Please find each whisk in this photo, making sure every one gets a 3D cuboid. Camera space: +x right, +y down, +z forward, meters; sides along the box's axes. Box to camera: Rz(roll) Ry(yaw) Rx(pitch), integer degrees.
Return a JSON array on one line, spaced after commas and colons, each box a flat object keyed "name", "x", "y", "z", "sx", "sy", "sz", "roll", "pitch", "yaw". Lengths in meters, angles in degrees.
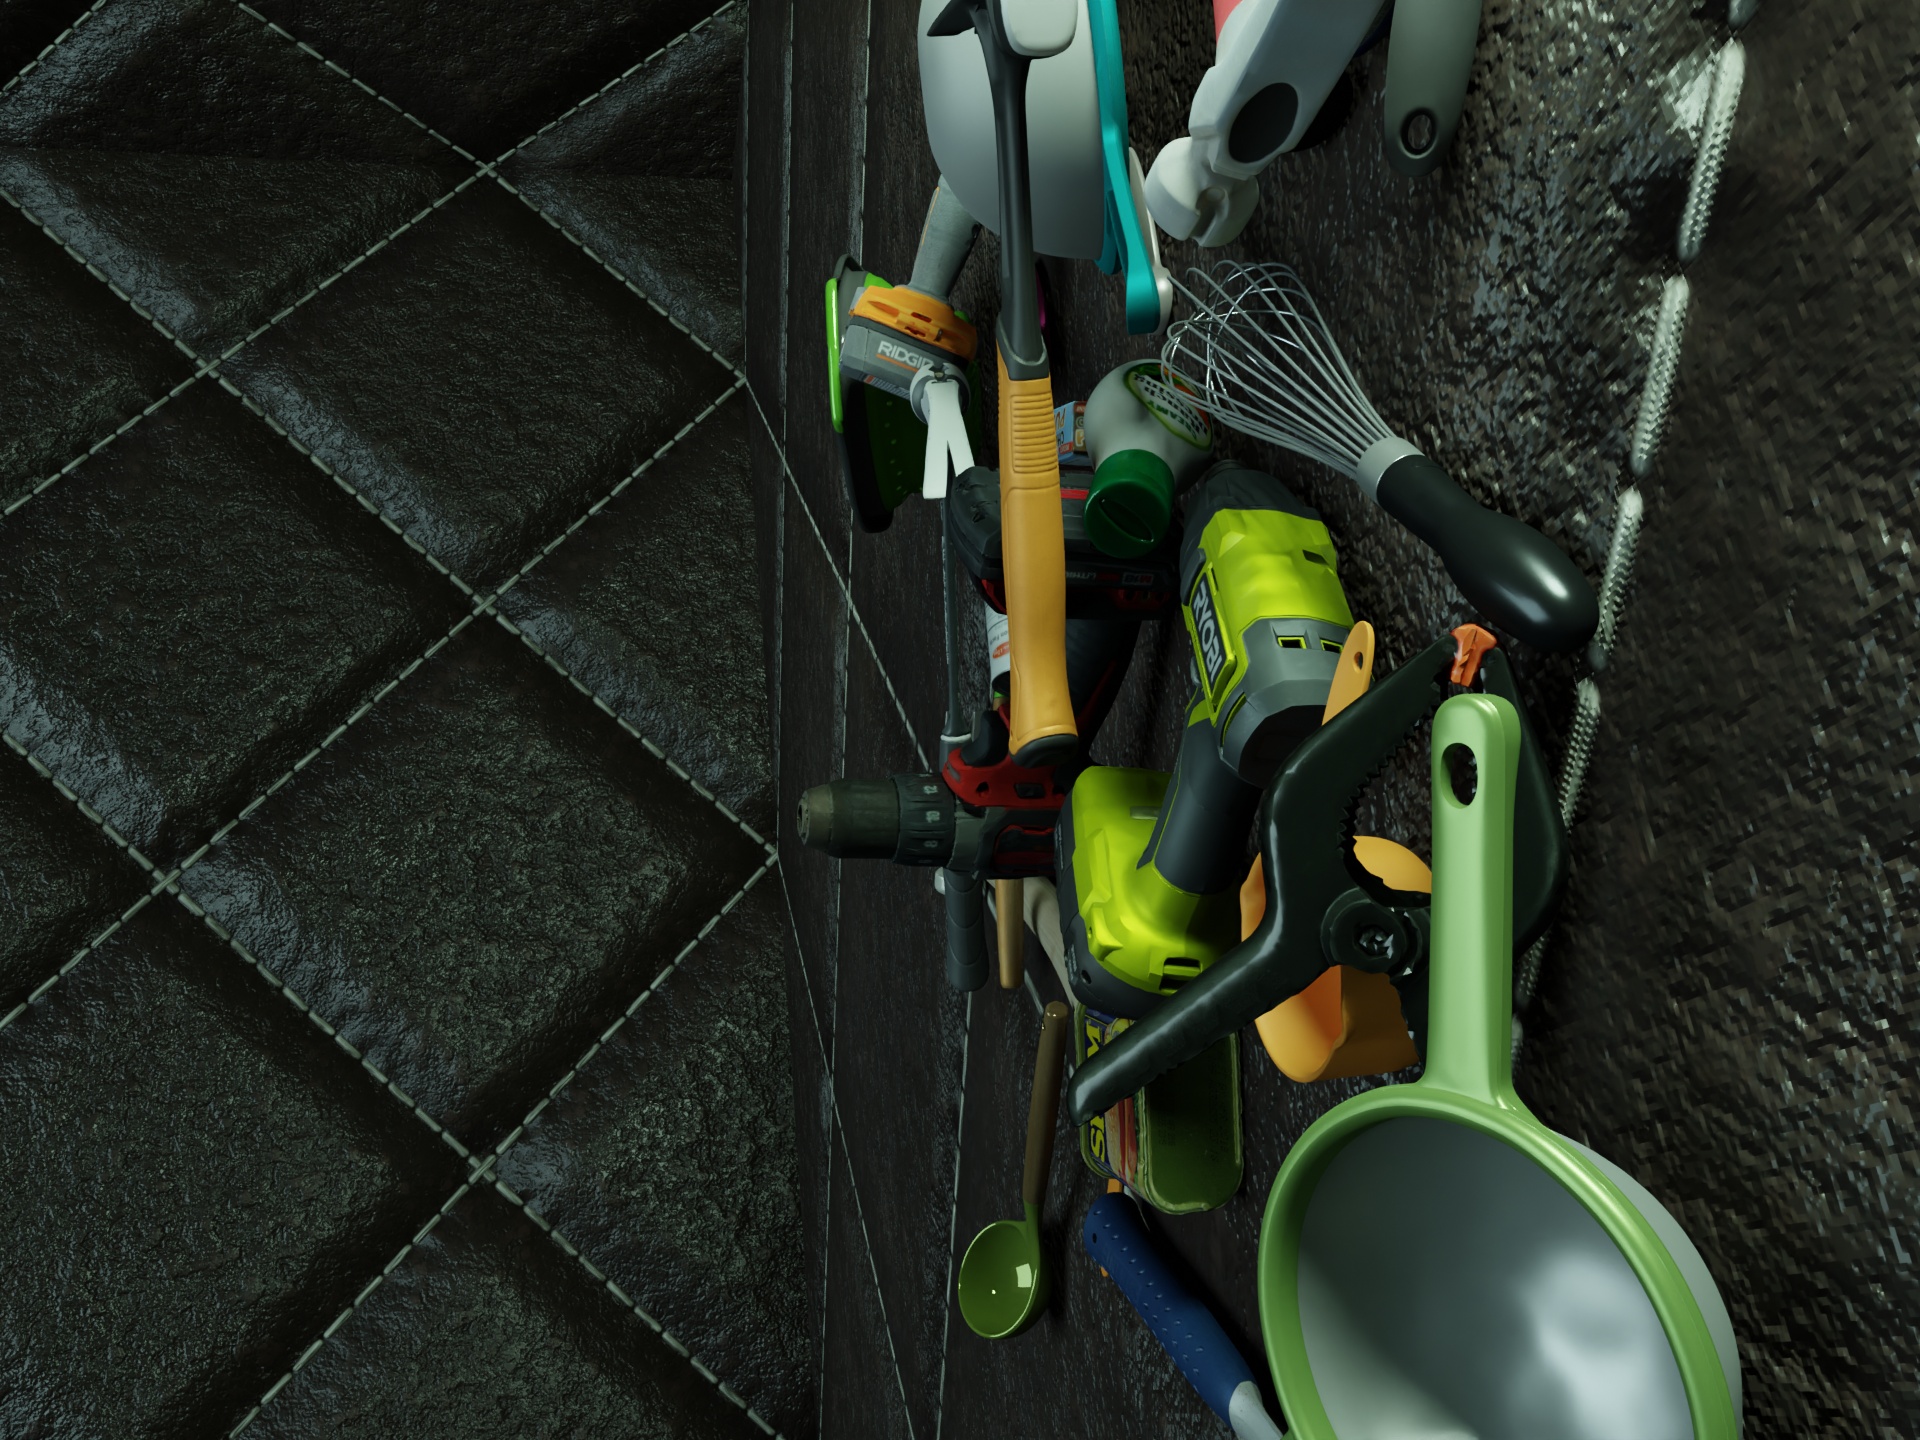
[{"name": "whisk", "x": 0.139, "y": -0.102, "z": 0.571, "sx": 0.285, "sy": 0.070, "sz": 0.070, "roll": -117, "pitch": 28, "yaw": -53}, {"name": "whisk", "x": 0.155, "y": -0.294, "z": 0.494, "sx": 0.055, "sy": 0.055, "sz": 0.238, "roll": -115, "pitch": 23, "yaw": -61}]

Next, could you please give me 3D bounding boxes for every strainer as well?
[{"name": "strainer", "x": 0.031, "y": -0.287, "z": 0.781, "sx": 0.210, "sy": 0.095, "sz": 0.341, "roll": 80, "pitch": -176, "yaw": -47}, {"name": "strainer", "x": 0.158, "y": 0.120, "z": 0.444, "sx": 0.151, "sy": 0.069, "sz": 0.256, "roll": 2, "pitch": 93, "yaw": 55}]

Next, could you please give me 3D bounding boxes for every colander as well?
[{"name": "colander", "x": -0.026, "y": -0.239, "z": 1.263, "sx": 0.397, "sy": 0.094, "sz": 0.204, "roll": 35, "pitch": -128, "yaw": -83}]

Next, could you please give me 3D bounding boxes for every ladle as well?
[{"name": "ladle", "x": 0.037, "y": 0.288, "z": 1.008, "sx": 0.078, "sy": 0.062, "sz": 0.319, "roll": -110, "pitch": 18, "yaw": -47}]

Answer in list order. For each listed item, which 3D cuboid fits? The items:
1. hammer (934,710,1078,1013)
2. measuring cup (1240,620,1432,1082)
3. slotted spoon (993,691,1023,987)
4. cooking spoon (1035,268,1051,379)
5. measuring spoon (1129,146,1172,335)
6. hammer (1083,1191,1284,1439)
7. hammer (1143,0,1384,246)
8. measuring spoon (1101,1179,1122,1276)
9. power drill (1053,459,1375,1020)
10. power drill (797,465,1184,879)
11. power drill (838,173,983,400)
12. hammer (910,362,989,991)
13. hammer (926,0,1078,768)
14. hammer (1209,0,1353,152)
[{"name": "hammer", "x": 0.044, "y": 0.104, "z": 1.066, "sx": 0.411, "sy": 0.038, "sz": 0.146, "roll": -137, "pitch": 48, "yaw": -72}, {"name": "measuring cup", "x": 0.146, "y": 0.047, "z": 0.562, "sx": 0.095, "sy": 0.052, "sz": 0.173, "roll": -117, "pitch": 30, "yaw": -63}, {"name": "slotted spoon", "x": 0.029, "y": 0.011, "z": 1.011, "sx": 0.070, "sy": 0.031, "sz": 0.314, "roll": 38, "pitch": -129, "yaw": -78}, {"name": "cooking spoon", "x": 0.052, "y": -0.151, "z": 1.034, "sx": 0.068, "sy": 0.017, "sz": 0.319, "roll": 128, "pitch": 139, "yaw": -73}, {"name": "measuring spoon", "x": 0.092, "y": -0.257, "z": 0.842, "sx": 0.034, "sy": 0.018, "sz": 0.124, "roll": 111, "pitch": 155, "yaw": -61}, {"name": "hammer", "x": 0.129, "y": 0.316, "z": 0.703, "sx": 0.406, "sy": 0.035, "sz": 0.144, "roll": -153, "pitch": 62, "yaw": -76}, {"name": "hammer", "x": 0.107, "y": -0.362, "z": 0.580, "sx": 0.143, "sy": 0.038, "sz": 0.387, "roll": 122, "pitch": 155, "yaw": -57}, {"name": "measuring spoon", "x": 0.087, "y": 0.281, "z": 0.941, "sx": 0.021, "sy": 0.011, "sz": 0.116, "roll": -122, "pitch": 32, "yaw": -66}, {"name": "power drill", "x": 0.105, "y": 0.011, "z": 0.689, "sx": 0.171, "sy": 0.080, "sz": 0.223, "roll": -94, "pitch": 14, "yaw": -46}, {"name": "power drill", "x": 0.017, "y": -0.013, "z": 0.838, "sx": 0.080, "sy": 0.188, "sz": 0.226, "roll": -111, "pitch": 27, "yaw": -56}, {"name": "power drill", "x": -0.006, "y": -0.320, "z": 1.024, "sx": 0.164, "sy": 0.084, "sz": 0.226, "roll": -121, "pitch": 51, "yaw": -79}, {"name": "hammer", "x": -0.002, "y": -0.003, "z": 0.989, "sx": 0.149, "sy": 0.036, "sz": 0.408, "roll": -97, "pitch": 4, "yaw": -62}, {"name": "hammer", "x": 0.026, "y": -0.141, "z": 0.699, "sx": 0.127, "sy": 0.034, "sz": 0.336, "roll": -127, "pitch": 31, "yaw": -68}, {"name": "hammer", "x": 0.110, "y": -0.364, "z": 0.710, "sx": 0.146, "sy": 0.035, "sz": 0.335, "roll": 102, "pitch": 161, "yaw": -49}]
